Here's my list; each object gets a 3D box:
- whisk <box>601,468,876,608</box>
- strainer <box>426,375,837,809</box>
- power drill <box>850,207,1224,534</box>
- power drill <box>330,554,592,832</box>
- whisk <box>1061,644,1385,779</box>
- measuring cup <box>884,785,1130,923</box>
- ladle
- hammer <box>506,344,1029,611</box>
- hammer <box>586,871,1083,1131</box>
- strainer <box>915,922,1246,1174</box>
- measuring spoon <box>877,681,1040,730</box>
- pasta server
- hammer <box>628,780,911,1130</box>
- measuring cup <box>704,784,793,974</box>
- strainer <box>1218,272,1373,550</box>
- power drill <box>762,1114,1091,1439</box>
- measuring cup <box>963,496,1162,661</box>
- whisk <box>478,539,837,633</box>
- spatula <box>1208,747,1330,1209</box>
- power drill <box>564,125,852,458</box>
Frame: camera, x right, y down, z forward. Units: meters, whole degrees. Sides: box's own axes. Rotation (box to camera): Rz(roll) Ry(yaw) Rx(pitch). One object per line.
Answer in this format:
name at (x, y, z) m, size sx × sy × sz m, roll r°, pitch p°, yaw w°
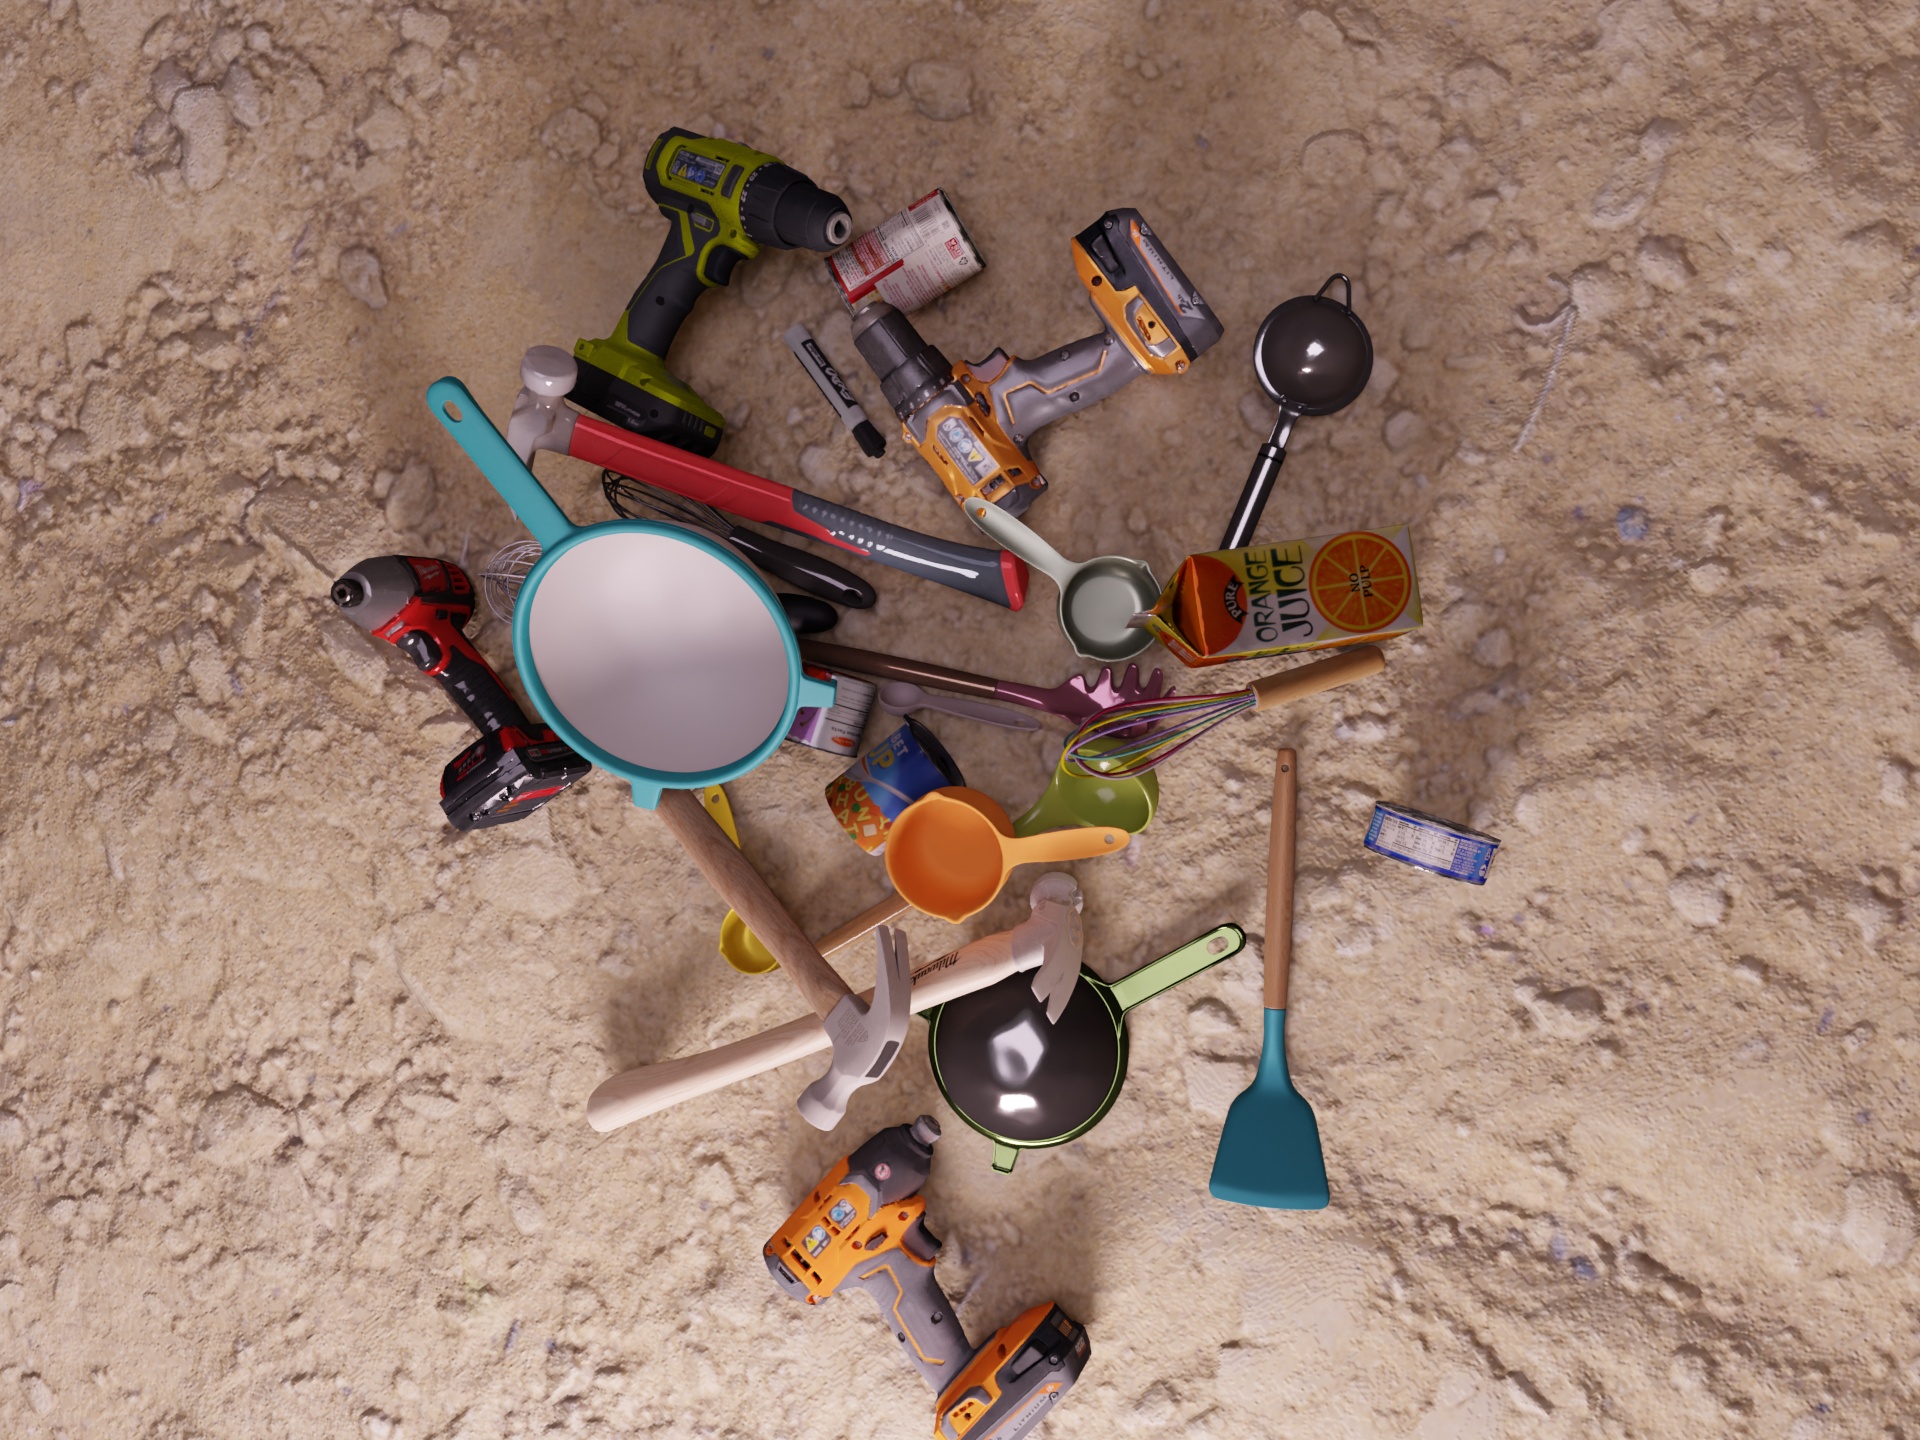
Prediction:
whisk at (-0.171, -0.141, 1.214) m, size 0.239 × 0.055 × 0.055 m, roll 25°, pitch 94°, yaw 7°
strainer at (-0.244, -0.111, 1.133) m, size 0.211 × 0.095 × 0.340 m, roll -29°, pitch 109°, yaw 24°
power drill at (0.049, -0.269, 1.135) m, size 0.226 × 0.084 × 0.185 m, roll -37°, pitch 96°, yaw 12°
power drill at (-0.388, -0.030, 1.211) m, size 0.078 × 0.143 × 0.220 m, roll -35°, pitch 84°, yaw 12°
whisk at (0.181, -0.008, 1.099) m, size 0.245 × 0.051 × 0.047 m, roll -17°, pitch 108°, yaw -12°
measuring cup at (0.036, 0.084, 1.107) m, size 0.173 × 0.052 × 0.095 m, roll -8°, pitch 100°, yaw 16°
ladle at (0.003, 0.111, 1.165) m, size 0.320 × 0.062 × 0.078 m, roll -32°, pitch 103°, yaw 13°
hammer at (-0.138, -0.145, 1.158) m, size 0.386 × 0.038 × 0.143 m, roll 19°, pitch 135°, yaw -7°
hammer at (-0.101, 0.227, 1.149) m, size 0.410 × 0.146 × 0.038 m, roll -24°, pitch 109°, yaw 18°
strainer at (0.088, 0.214, 1.135) m, size 0.256 × 0.069 × 0.151 m, roll -30°, pitch 83°, yaw 12°
measuring spoon at (-0.002, -0.004, 1.185) m, size 0.124 × 0.034 × 0.018 m, roll 12°, pitch 127°, yaw 8°
pasta server at (0.001, -0.034, 1.176) m, size 0.316 × 0.060 × 0.040 m, roll 12°, pitch 137°, yaw 15°
hammer at (-0.147, 0.129, 1.143) m, size 0.130 × 0.031 × 0.332 m, roll -52°, pitch 55°, yaw 10°
measuring cup at (-0.166, 0.119, 1.222) m, size 0.062 × 0.029 × 0.157 m, roll -24°, pitch 72°, yaw 17°
strainer at (0.226, -0.197, 1.129) m, size 0.087 × 0.050 × 0.258 m, roll 21°, pitch 97°, yaw -2°
power drill at (-0.015, 0.407, 1.152) m, size 0.226 × 0.084 × 0.164 m, roll 42°, pitch 97°, yaw 14°
measuring cup at (0.070, -0.107, 1.142) m, size 0.167 × 0.038 × 0.083 m, roll 36°, pitch 89°, yaw -4°
whisk at (-0.233, -0.095, 1.223) m, size 0.284 × 0.070 × 0.070 m, roll 7°, pitch 91°, yaw 7°
spatula at (0.224, 0.178, 1.119) m, size 0.082 × 0.044 × 0.317 m, roll 2°, pitch 88°, yaw 15°
power drill at (-0.190, -0.316, 1.182) m, size 0.191 × 0.080 × 0.228 m, roll 30°, pitch 96°, yaw 32°
